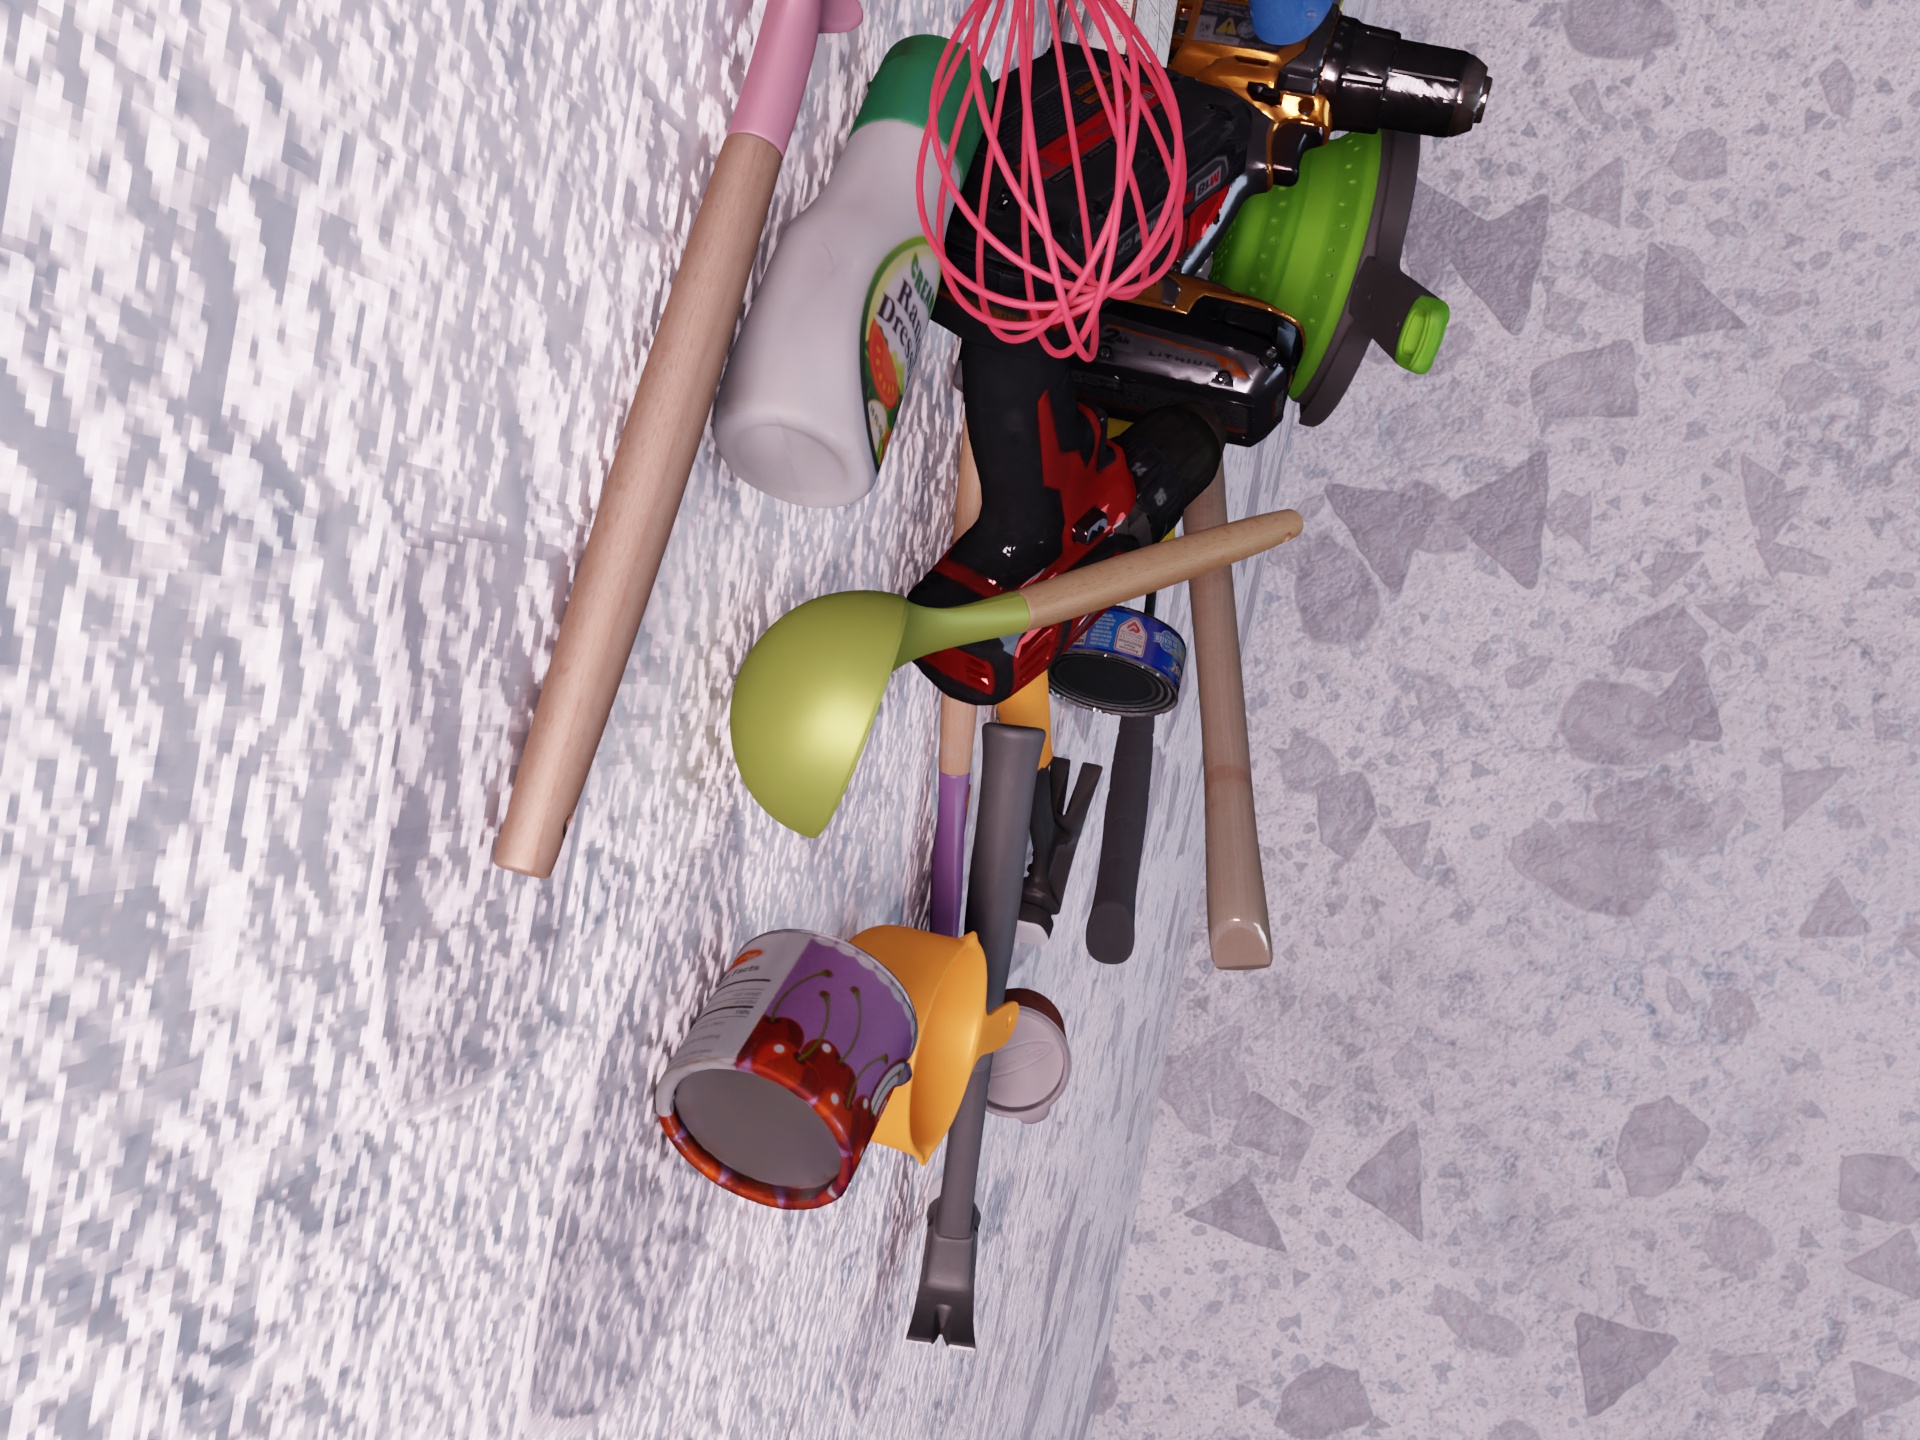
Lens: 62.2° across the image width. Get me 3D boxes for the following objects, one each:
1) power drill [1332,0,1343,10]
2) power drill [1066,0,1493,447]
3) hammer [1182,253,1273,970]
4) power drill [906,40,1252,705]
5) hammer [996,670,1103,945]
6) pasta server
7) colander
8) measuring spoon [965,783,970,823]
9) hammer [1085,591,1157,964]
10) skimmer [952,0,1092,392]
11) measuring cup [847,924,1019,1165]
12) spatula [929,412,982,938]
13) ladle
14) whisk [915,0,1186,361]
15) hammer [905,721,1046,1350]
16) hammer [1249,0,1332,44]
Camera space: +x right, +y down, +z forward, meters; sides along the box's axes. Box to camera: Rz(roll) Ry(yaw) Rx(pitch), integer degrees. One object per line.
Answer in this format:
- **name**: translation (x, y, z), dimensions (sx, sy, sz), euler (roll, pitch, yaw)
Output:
- **power drill**: translation (0.205, -0.506, 0.961), dimensions (0.171, 0.080, 0.223), euler (81, 16, -84)
- **power drill**: translation (0.153, -0.258, 0.802), dimensions (0.084, 0.185, 0.226), euler (53, 53, -74)
- **hammer**: translation (0.145, -0.065, 0.903), dimensions (0.146, 0.038, 0.411), euler (45, 41, -69)
- **power drill**: translation (0.051, -0.132, 0.611), dimensions (0.188, 0.080, 0.226), euler (-43, 150, -32)
- **hammer**: translation (0.041, 0.004, 0.870), dimensions (0.336, 0.034, 0.127), euler (77, 28, -60)
- **pasta server**: translation (-0.051, -0.113, 0.387), dimensions (0.060, 0.040, 0.316), euler (93, 12, -78)
- **colander**: translation (0.207, -0.267, 0.944), dimensions (0.397, 0.094, 0.204), euler (-79, -177, -67)
- **measuring spoon**: translation (-0.008, 0.084, 0.793), dimensions (0.021, 0.011, 0.116), euler (-74, 174, -67)
- **hammer**: translation (0.119, -0.025, 1.062), dimensions (0.149, 0.036, 0.409), euler (86, 12, -54)
- **skimmer**: translation (0.071, -0.303, 0.619), dimensions (0.127, 0.090, 0.363), euler (16, 89, -39)
- **measuring cup**: translation (-0.016, 0.130, 0.685), dimensions (0.173, 0.052, 0.095), euler (19, 83, -74)
- **spatula**: translation (-0.001, -0.002, 0.718), dimensions (0.060, 0.018, 0.315), euler (-112, -156, -66)
- **ladle**: translation (0.044, -0.036, 0.564), dimensions (0.320, 0.062, 0.078), euler (-21, 149, -45)
- **whisk**: translation (0.022, -0.216, 0.457), dimensions (0.073, 0.073, 0.296), euler (80, 8, -57)
- **hammer**: translation (0.009, 0.158, 0.807), dimensions (0.146, 0.035, 0.334), euler (-79, 176, -71)
- **hammer**: translation (0.060, -0.355, 0.476), dimensions (0.405, 0.035, 0.144), euler (34, 66, -62)
